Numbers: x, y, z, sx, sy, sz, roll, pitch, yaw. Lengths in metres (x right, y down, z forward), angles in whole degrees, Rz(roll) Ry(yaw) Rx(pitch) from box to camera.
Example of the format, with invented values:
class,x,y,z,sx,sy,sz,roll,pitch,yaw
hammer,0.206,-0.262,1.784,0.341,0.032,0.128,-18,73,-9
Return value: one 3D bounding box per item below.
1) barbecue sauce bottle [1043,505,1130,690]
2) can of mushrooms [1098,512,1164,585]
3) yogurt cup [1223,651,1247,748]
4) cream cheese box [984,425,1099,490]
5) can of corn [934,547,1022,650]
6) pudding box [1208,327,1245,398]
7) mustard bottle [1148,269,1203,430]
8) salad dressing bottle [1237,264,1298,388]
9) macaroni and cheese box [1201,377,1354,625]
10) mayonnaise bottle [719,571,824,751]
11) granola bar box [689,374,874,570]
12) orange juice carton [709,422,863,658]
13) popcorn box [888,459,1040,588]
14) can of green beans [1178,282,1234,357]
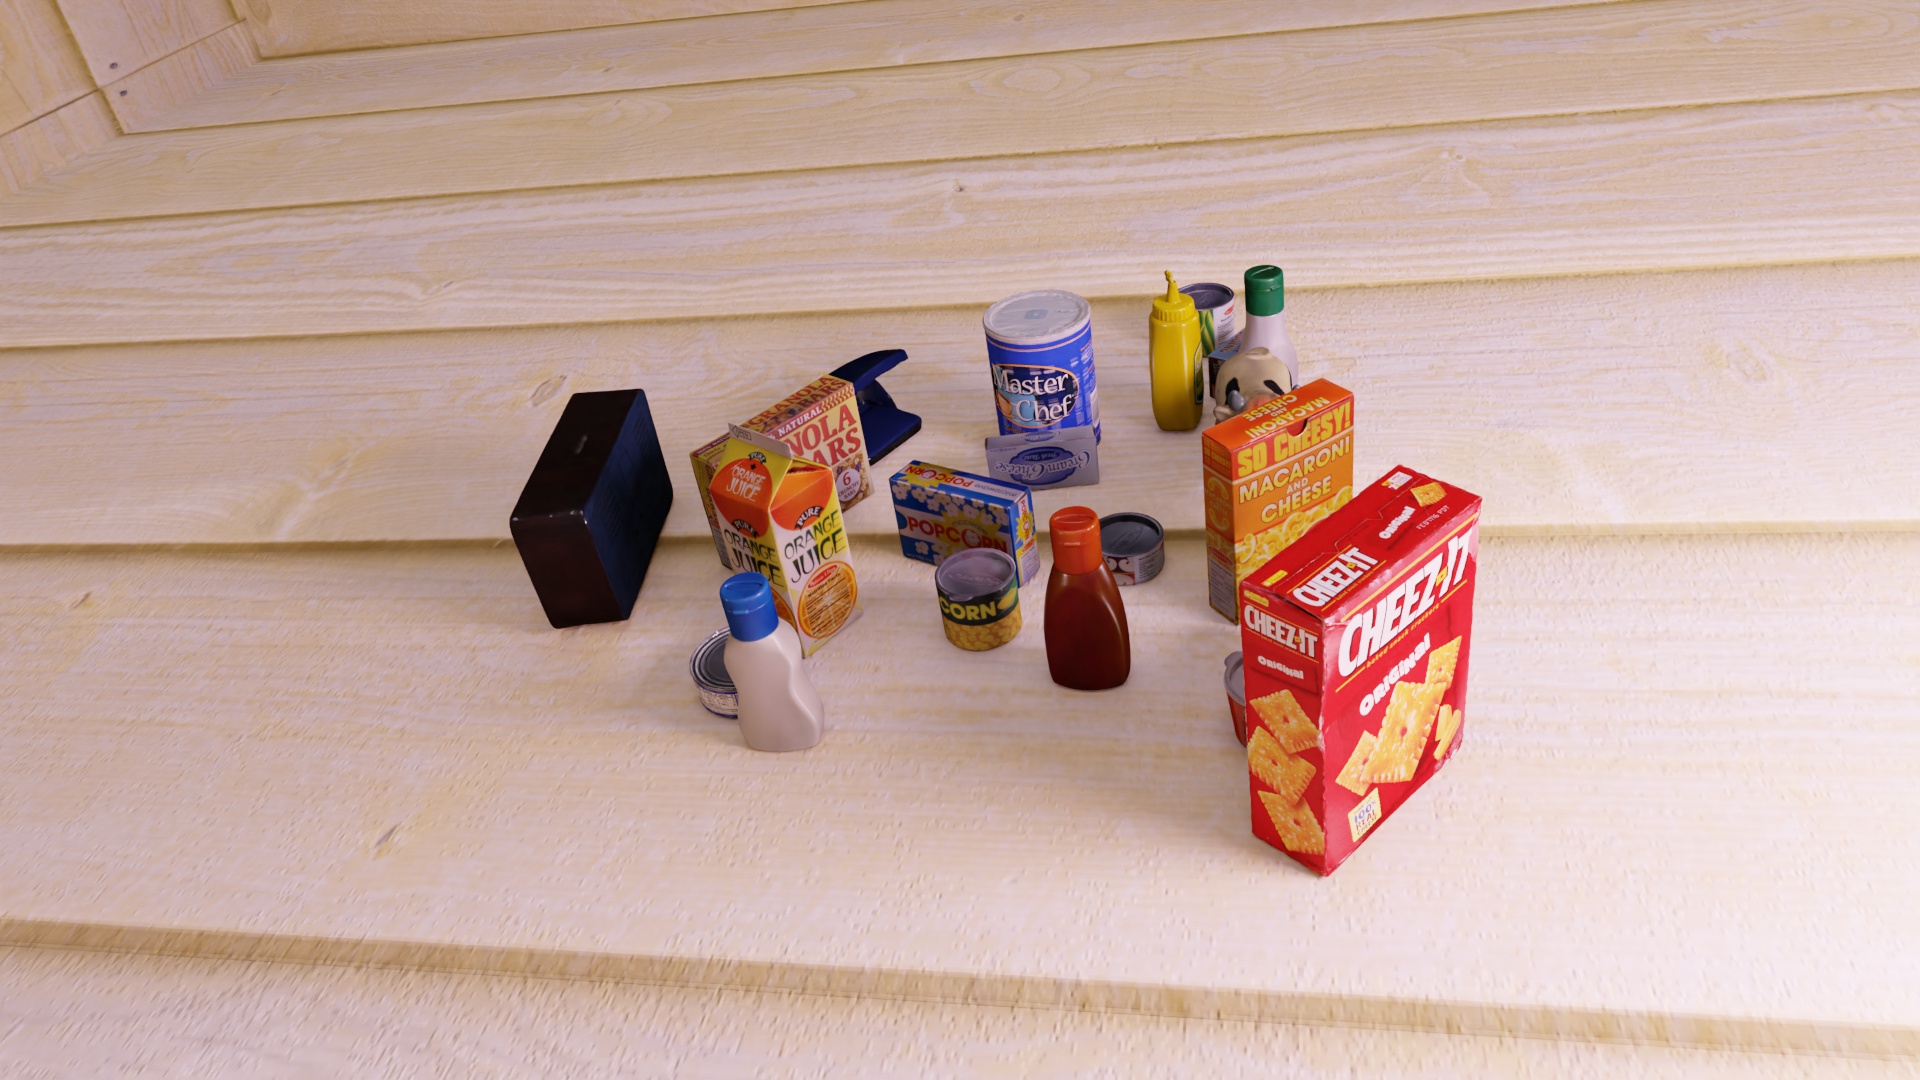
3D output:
class,x,y,z,sx,sy,sz,roll,pitch,yaw
barbecue sauce bottle,0.092,0.045,1.044,0.065,0.147,0.044,0,35,14
can of mushrooms,0.139,0.006,1.189,0.071,0.033,0.071,-6,34,5
yogurt cup,0.223,0.117,0.992,0.072,0.053,0.073,-6,34,5
cream cheese box,0.077,-0.075,1.304,0.104,0.053,0.024,-7,34,4
can of corn,0.014,0.050,1.135,0.071,0.058,0.071,-6,34,5
pudding box,0.286,-0.181,1.411,0.030,0.049,0.084,21,44,36
mustard bottle,0.207,-0.185,1.338,0.049,0.159,0.066,3,36,18
salad dressing bottle,0.294,-0.191,1.337,0.064,0.147,0.044,-22,36,-18
macaroni and cheese box,0.253,-0.030,1.097,0.124,0.165,0.040,-25,37,-21
mayonnaise bottle,-0.144,0.092,1.033,0.065,0.147,0.041,-3,35,10
granola bar box,-0.161,-0.062,1.280,0.039,0.123,0.166,23,46,39
orange juice carton,-0.144,-0.006,1.136,0.072,0.191,0.073,20,44,36
popcorn box,0.004,-0.015,1.207,0.127,0.084,0.038,15,41,31
can of green beans,0.261,-0.236,1.489,0.071,0.057,0.071,-6,34,5
